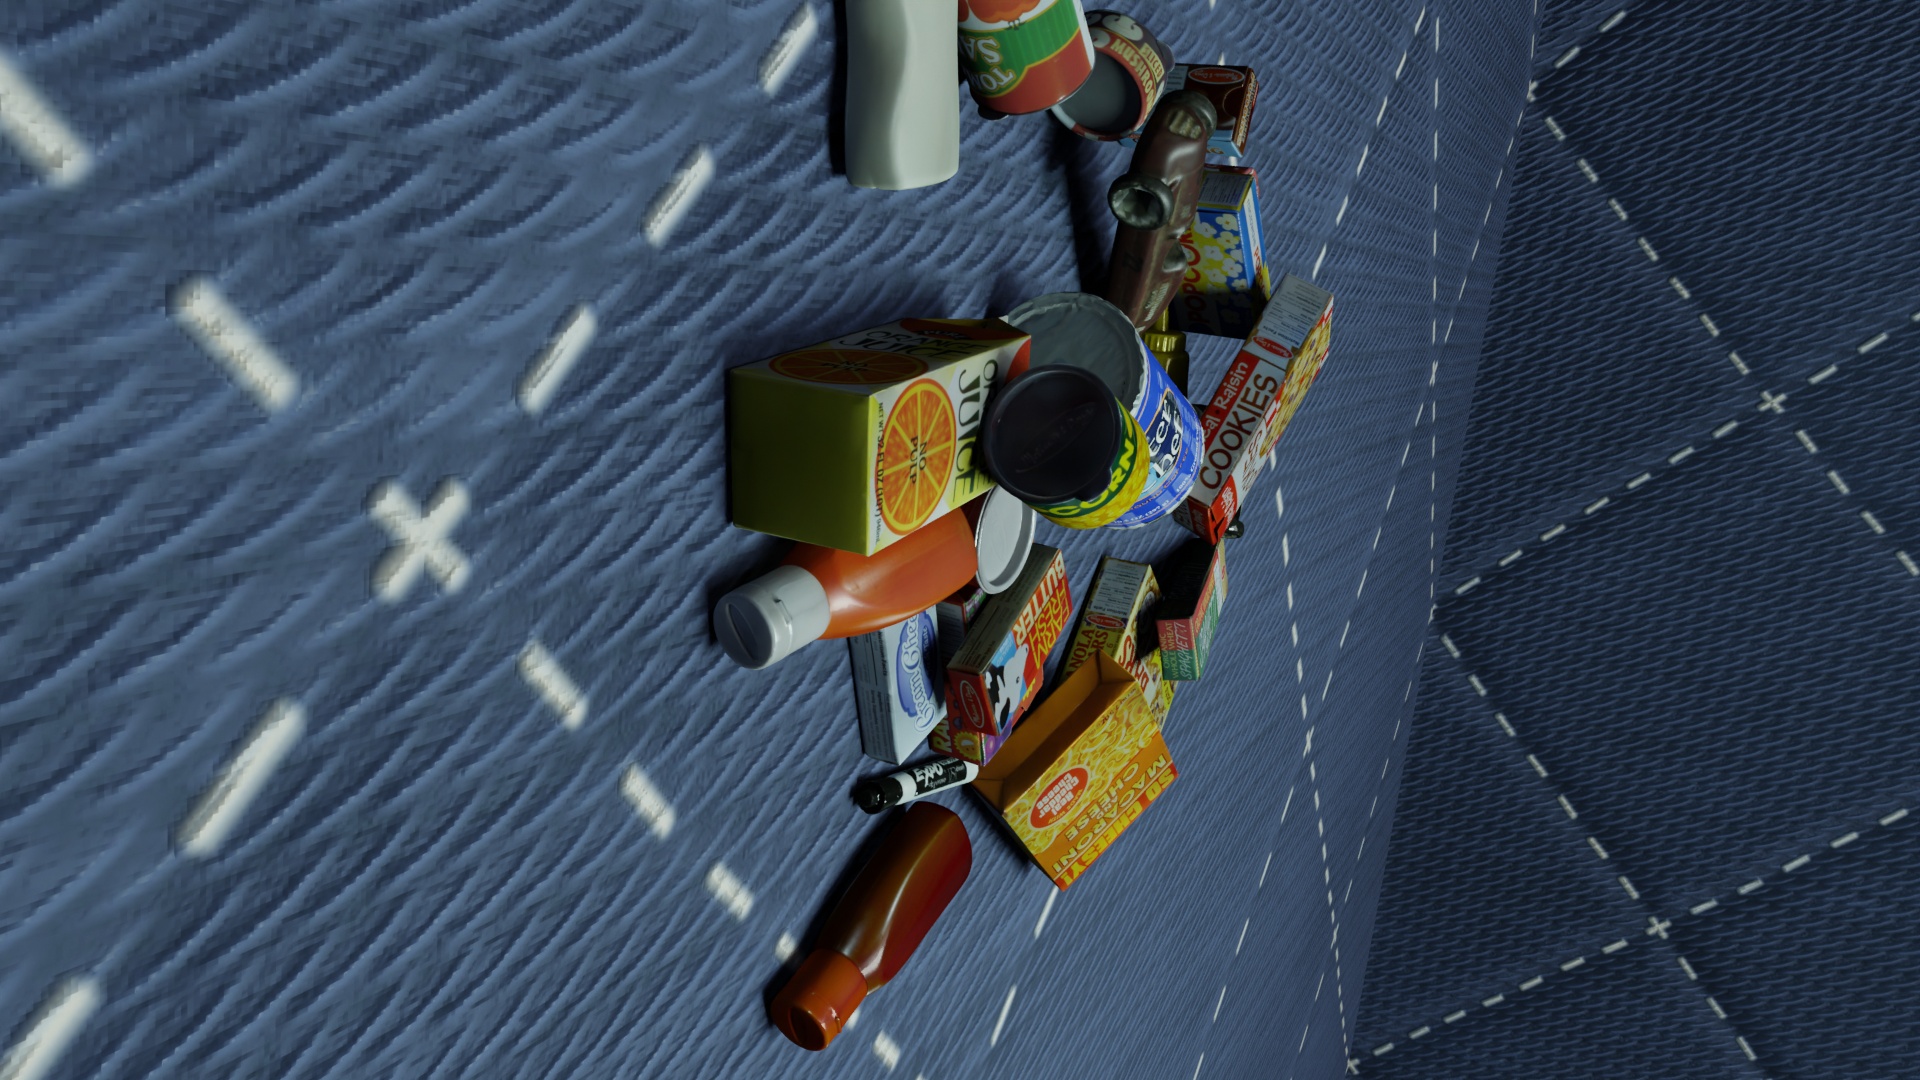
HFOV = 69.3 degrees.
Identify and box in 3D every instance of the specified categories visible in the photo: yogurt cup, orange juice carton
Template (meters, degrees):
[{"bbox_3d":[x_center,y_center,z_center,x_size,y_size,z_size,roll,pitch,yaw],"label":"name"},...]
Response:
[{"bbox_3d":[0.003,-0.009,0.750,0.073,0.054,0.072,-36,132,-53],"label":"yogurt cup"},{"bbox_3d":[-0.023,-0.058,0.656,0.193,0.073,0.071,-31,128,-57],"label":"orange juice carton"}]

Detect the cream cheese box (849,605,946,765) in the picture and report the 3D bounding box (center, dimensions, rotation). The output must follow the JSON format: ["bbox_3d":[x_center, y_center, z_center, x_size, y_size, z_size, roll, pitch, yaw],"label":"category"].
[{"bbox_3d":[-0.034,0.064,0.743,0.054,0.024,0.103,-44,139,-46],"label":"cream cheese box"}]

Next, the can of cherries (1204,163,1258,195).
[{"bbox_3d":[0.176,-0.239,0.993,0.072,0.058,0.071,-37,134,-53],"label":"can of cherries"}]

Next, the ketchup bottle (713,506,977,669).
[{"bbox_3d":[-0.052,0.017,0.653,0.149,0.043,0.064,-29,93,-51],"label":"ketchup bottle"}]

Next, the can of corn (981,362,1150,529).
[{"bbox_3d":[0.052,-0.041,0.650,0.058,0.071,0.071,30,74,-65],"label":"can of corn"}]

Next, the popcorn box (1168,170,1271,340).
[{"bbox_3d":[0.163,-0.197,0.954,0.038,0.085,0.126,-64,151,-26],"label":"popcorn box"}]

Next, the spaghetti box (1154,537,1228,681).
[{"bbox_3d":[0.187,0.049,1.103,0.251,0.028,0.050,-42,125,-69],"label":"spaghetti box"}]

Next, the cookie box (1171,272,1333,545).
[{"bbox_3d":[0.203,-0.087,0.970,0.167,0.040,0.123,-59,163,-4],"label":"cookie box"}]

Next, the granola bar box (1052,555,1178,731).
[{"bbox_3d":[0.123,0.105,1.058,0.124,0.039,0.165,-67,152,-23],"label":"granola bar box"}]

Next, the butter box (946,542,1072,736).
[{"bbox_3d":[0.030,0.054,0.775,0.104,0.024,0.052,-56,145,-37],"label":"butter box"}]

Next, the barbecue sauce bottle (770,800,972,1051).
[{"bbox_3d":[-0.046,0.211,0.761,0.149,0.044,0.064,-45,140,-47],"label":"barbecue sauce bottle"}]

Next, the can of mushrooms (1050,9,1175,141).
[{"bbox_3d":[0.082,-0.261,0.781,0.033,0.071,0.070,-58,148,-31],"label":"can of mushrooms"}]

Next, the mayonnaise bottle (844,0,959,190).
[{"bbox_3d":[-0.026,-0.233,0.612,0.065,0.041,0.147,-36,131,-56],"label":"mayonnaise bottle"}]

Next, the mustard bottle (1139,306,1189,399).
[{"bbox_3d":[0.134,-0.099,0.980,0.065,0.049,0.159,-25,123,-60],"label":"mustard bottle"}]

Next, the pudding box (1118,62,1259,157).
[{"bbox_3d":[0.142,-0.273,0.880,0.030,0.084,0.049,18,84,-64],"label":"pudding box"}]

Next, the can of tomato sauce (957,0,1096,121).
[{"bbox_3d":[0.023,-0.258,0.670,0.071,0.071,0.082,-65,151,-24],"label":"can of tomato sauce"}]

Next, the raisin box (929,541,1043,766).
[{"bbox_3d":[0.013,0.058,0.817,0.086,0.040,0.122,-49,143,-46],"label":"raisin box"}]

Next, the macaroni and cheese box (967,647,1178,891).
[{"bbox_3d":[0.081,0.160,0.948,0.124,0.040,0.166,-43,146,-9],"label":"macaroni and cheese box"}]
